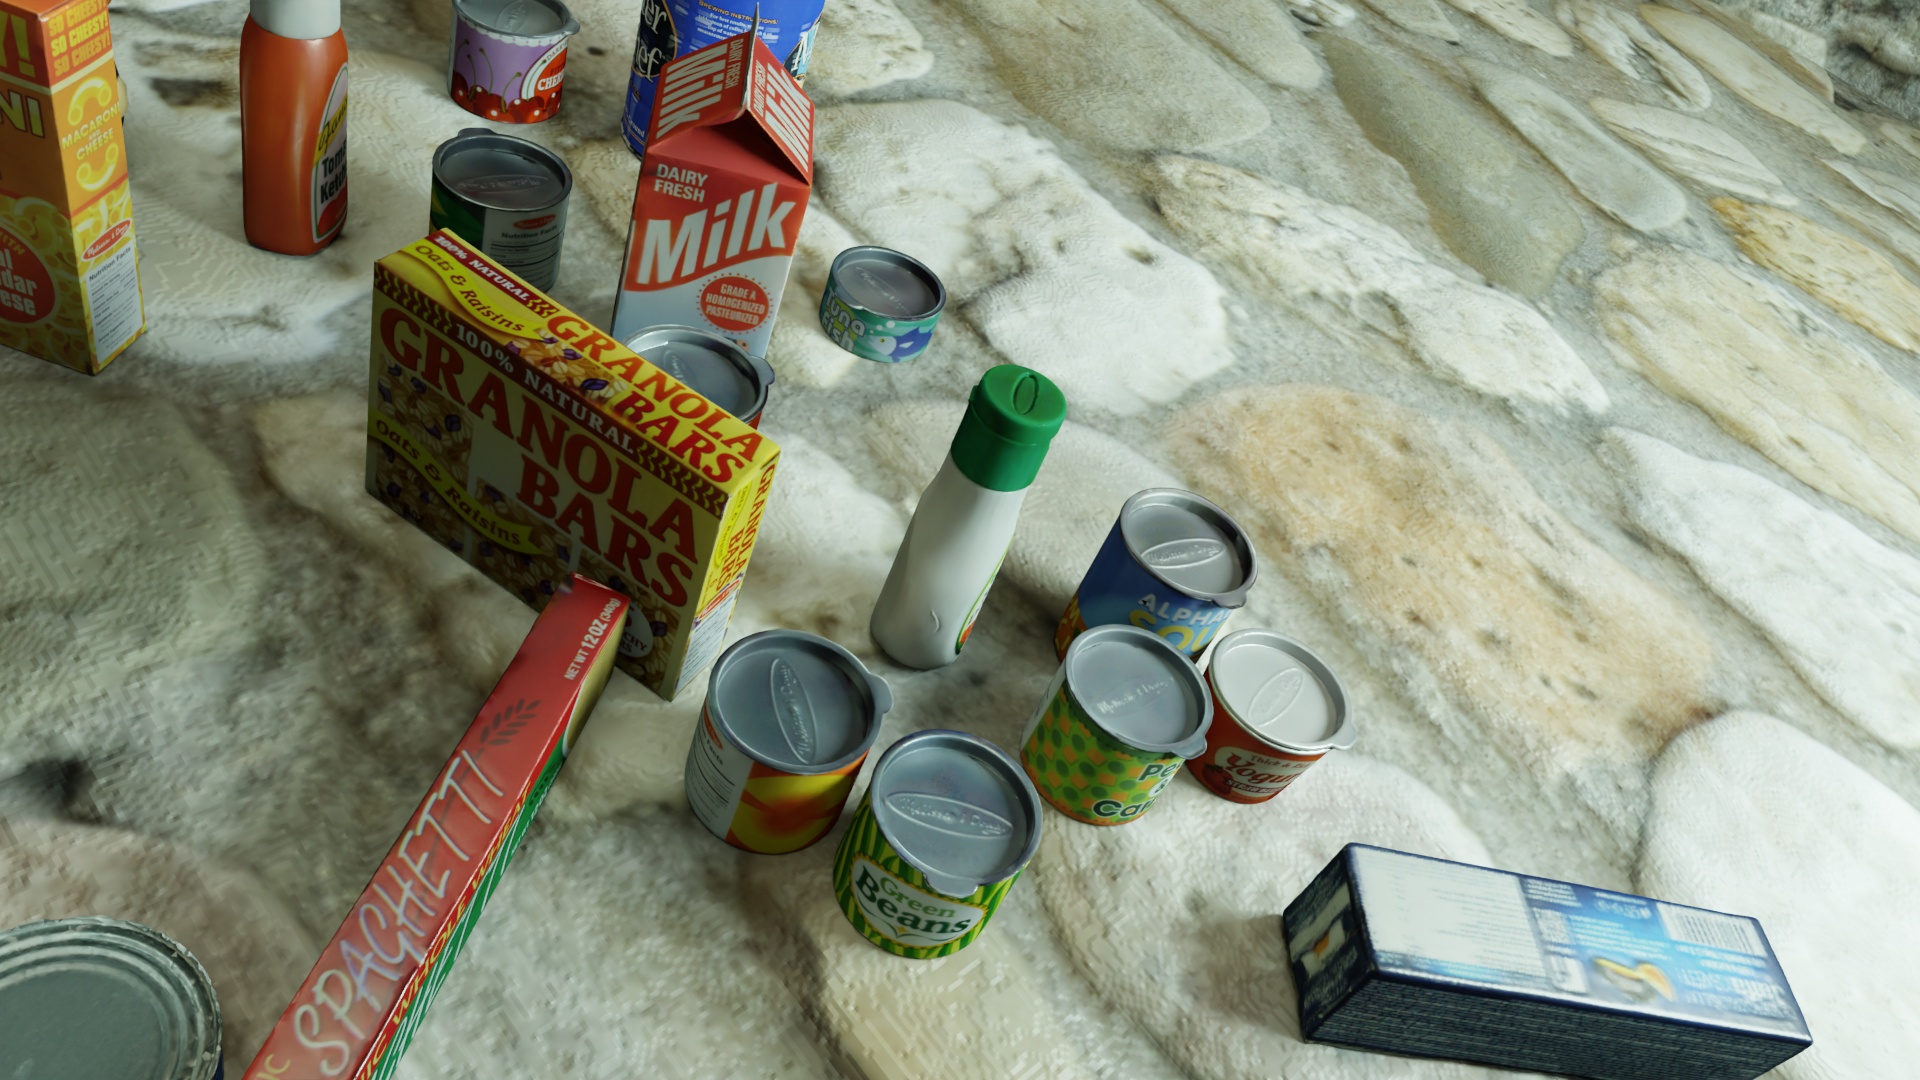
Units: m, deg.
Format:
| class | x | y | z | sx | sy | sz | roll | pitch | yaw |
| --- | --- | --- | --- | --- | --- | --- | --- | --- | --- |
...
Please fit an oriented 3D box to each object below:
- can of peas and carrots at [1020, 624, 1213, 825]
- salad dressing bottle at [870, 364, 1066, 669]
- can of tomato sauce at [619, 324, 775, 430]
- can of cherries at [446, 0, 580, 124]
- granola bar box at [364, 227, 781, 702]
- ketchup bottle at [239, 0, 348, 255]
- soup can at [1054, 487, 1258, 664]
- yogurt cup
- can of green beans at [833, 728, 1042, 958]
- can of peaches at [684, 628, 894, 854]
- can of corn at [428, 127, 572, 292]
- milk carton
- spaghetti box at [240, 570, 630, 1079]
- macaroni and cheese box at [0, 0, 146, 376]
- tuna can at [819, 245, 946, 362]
| class | x | y | z | sx | sy | sz | roll | pitch | yaw |
| --- | --- | --- | --- | --- | --- | --- | --- | --- | --- |
| can of peas and carrots | 0.067 | 0.081 | 0.592 | 0.071 | 0.058 | 0.071 | 13 | 43 | -12 |
| salad dressing bottle | 0.002 | -0.007 | 0.585 | 0.044 | 0.146 | 0.064 | 21 | 42 | -4 |
| can of tomato sauce | -0.124 | -0.042 | 0.611 | 0.071 | 0.082 | 0.071 | 13 | 43 | -12 |
| can of cherries | -0.262 | -0.285 | 0.814 | 0.071 | 0.058 | 0.072 | 13 | 43 | -12 |
| granola bar box | -0.158 | -0.028 | 0.551 | 0.166 | 0.123 | 0.039 | 33 | 43 | 10 |
| ketchup bottle | -0.310 | -0.209 | 0.647 | 0.043 | 0.148 | 0.065 | 13 | 43 | -12 |
| soup can | 0.089 | 0.030 | 0.635 | 0.071 | 0.083 | 0.072 | 13 | 43 | -12 |
| yogurt cup | 0.133 | 0.081 | 0.625 | 0.072 | 0.053 | 0.073 | 13 | 43 | -12 |
| can of green beans | -0.010 | 0.115 | 0.523 | 0.071 | 0.057 | 0.071 | 13 | 43 | -12 |
| can of peaches | -0.067 | 0.078 | 0.534 | 0.071 | 0.057 | 0.071 | 13 | 43 | -12 |
| can of corn | -0.235 | -0.165 | 0.703 | 0.071 | 0.058 | 0.071 | 13 | 43 | -12 |
| milk carton | -0.115 | -0.146 | 0.641 | 0.073 | 0.189 | 0.073 | 10 | 44 | -15 |
| spaghetti box | -0.172 | 0.112 | 0.457 | 0.029 | 0.049 | 0.251 | 21 | 42 | -3 |
| macaroni and cheese box | -0.396 | -0.158 | 0.542 | 0.124 | 0.165 | 0.040 | 20 | 42 | -5 |
| tuna can | -0.046 | -0.131 | 0.775 | 0.071 | 0.032 | 0.071 | 13 | 43 | -12 |
